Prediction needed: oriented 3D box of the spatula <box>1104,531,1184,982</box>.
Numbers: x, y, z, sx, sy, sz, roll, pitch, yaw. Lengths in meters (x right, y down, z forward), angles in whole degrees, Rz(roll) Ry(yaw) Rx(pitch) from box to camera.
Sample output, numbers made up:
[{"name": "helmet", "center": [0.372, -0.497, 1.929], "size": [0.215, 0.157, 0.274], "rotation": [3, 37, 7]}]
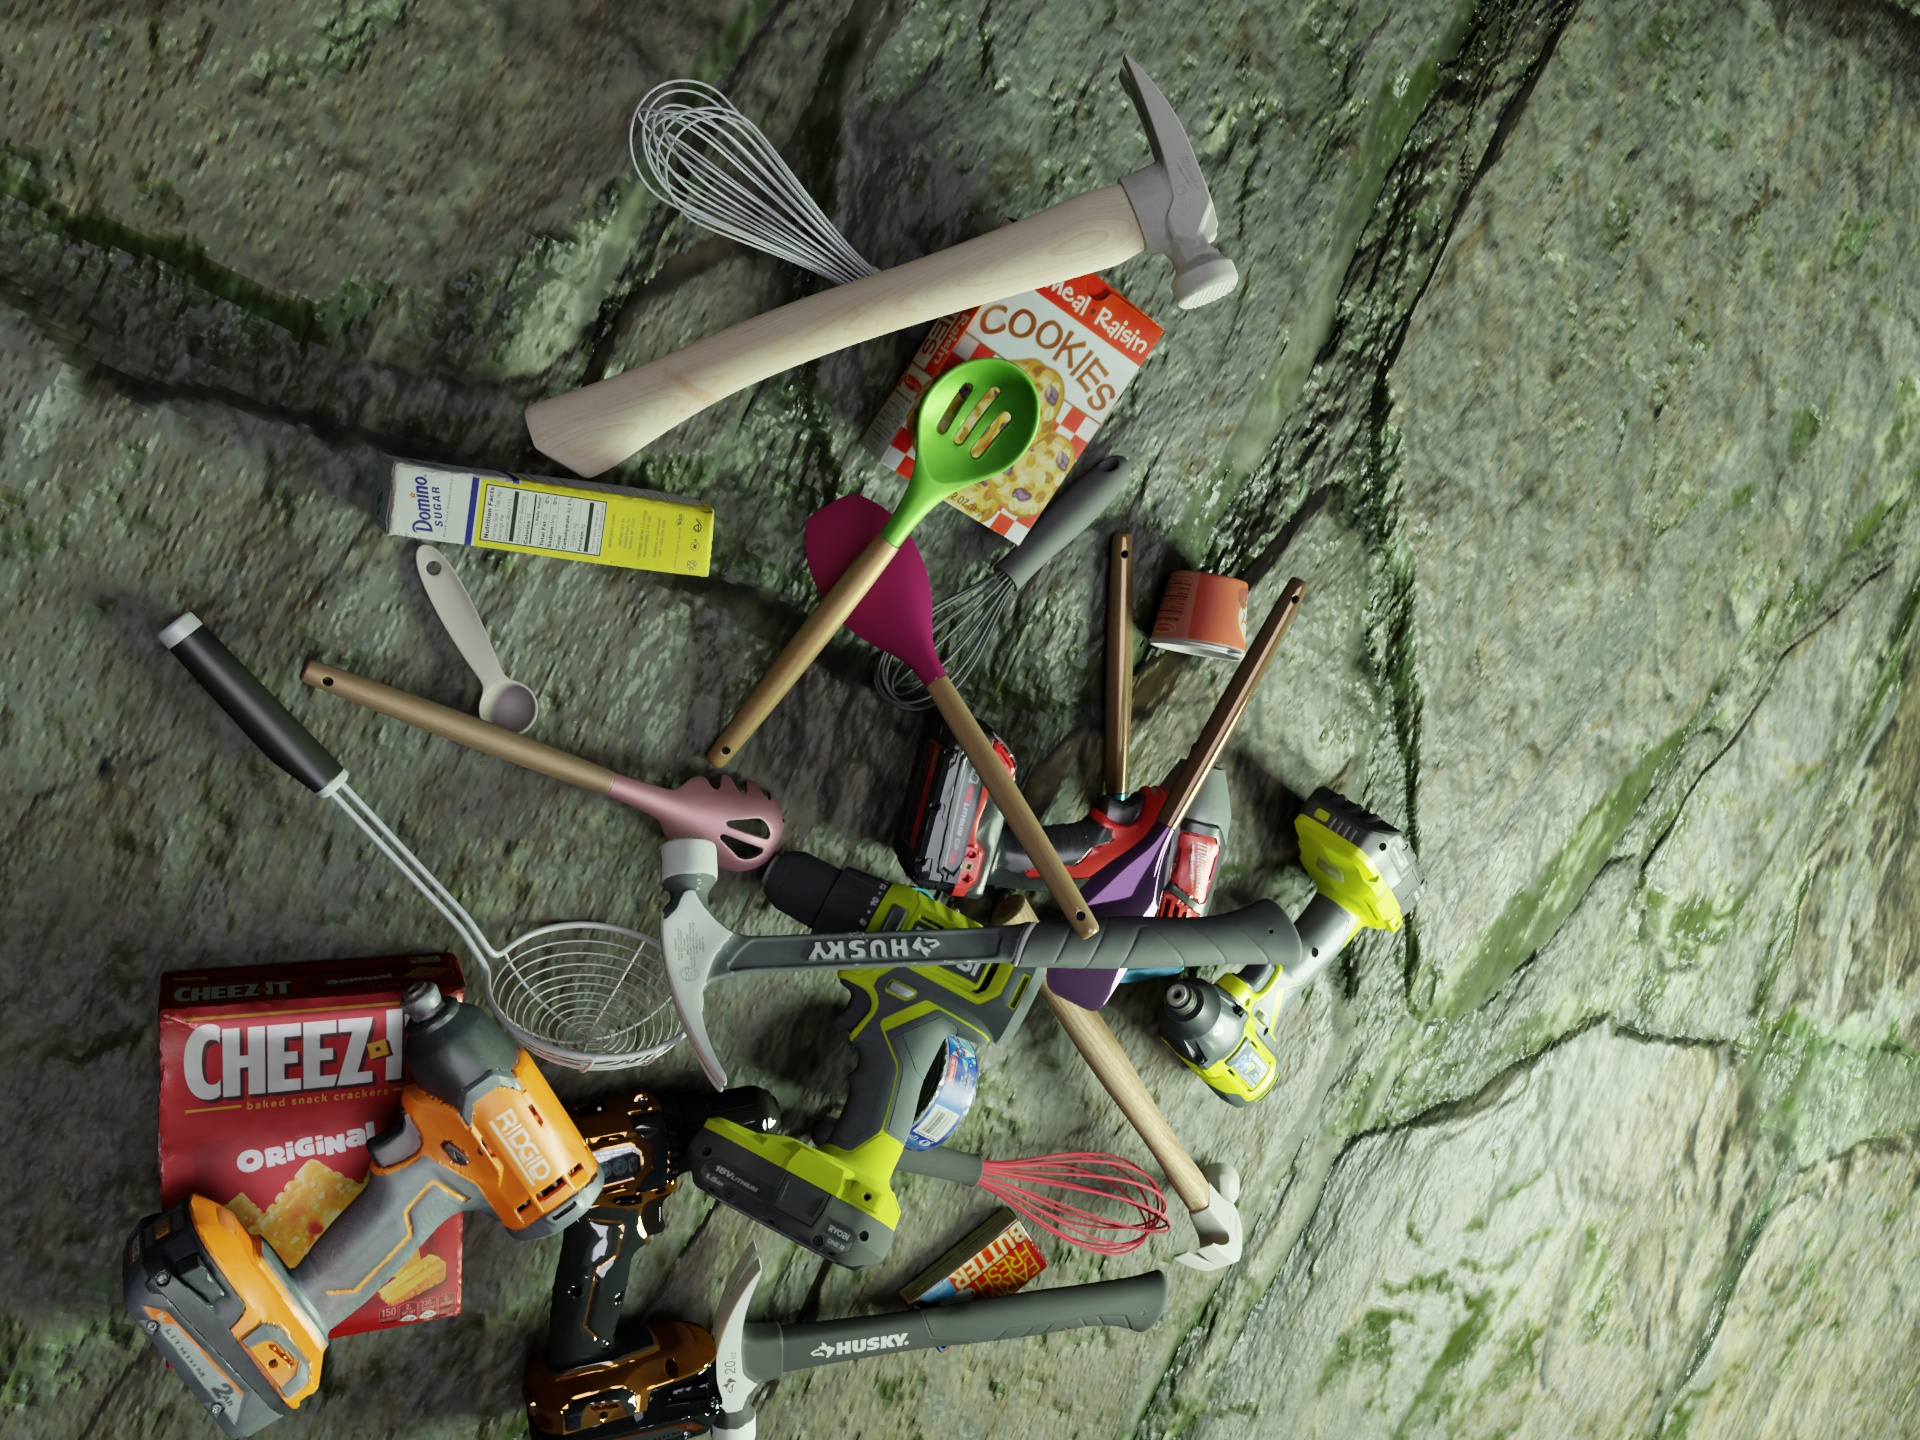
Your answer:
[{"name": "spatula", "center": [0.116, 0.027, 1.123], "size": [0.082, 0.044, 0.317], "rotation": [-3, 102, -14]}]

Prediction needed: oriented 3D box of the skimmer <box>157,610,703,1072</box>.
[{"name": "skimmer", "center": [-0.298, 0.066, 0.913], "size": [0.090, 0.127, 0.363], "rotation": [-32, 109, 19]}]

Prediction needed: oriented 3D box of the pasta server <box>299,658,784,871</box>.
[{"name": "pasta server", "center": [-0.237, 0.026, 0.953], "size": [0.316, 0.040, 0.060], "rotation": [24, 91, -30]}]

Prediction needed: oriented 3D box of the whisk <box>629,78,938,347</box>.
[{"name": "whisk", "center": [-0.076, -0.281, 0.961], "size": [0.284, 0.070, 0.070], "rotation": [31, 88, -33]}]

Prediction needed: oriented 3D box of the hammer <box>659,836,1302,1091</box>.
[{"name": "hammer", "center": [0.021, 0.144, 0.986], "size": [0.408, 0.036, 0.149], "rotation": [0, 67, -14]}]

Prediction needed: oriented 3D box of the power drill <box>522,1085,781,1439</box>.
[{"name": "power drill", "center": [-0.203, 0.347, 1.030], "size": [0.185, 0.084, 0.226], "rotation": [-7, 100, -25]}]

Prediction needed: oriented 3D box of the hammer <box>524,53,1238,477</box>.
[{"name": "hammer", "center": [-0.056, -0.246, 0.915], "size": [0.410, 0.038, 0.146], "rotation": [-21, 88, -1]}]

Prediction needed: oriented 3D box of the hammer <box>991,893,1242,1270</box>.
[{"name": "hammer", "center": [0.118, 0.265, 1.154], "size": [0.031, 0.130, 0.331], "rotation": [-28, 107, 18]}]

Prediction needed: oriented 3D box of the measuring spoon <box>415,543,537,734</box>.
[{"name": "measuring spoon", "center": [-0.289, -0.047, 0.939], "size": [0.034, 0.018, 0.124], "rotation": [-29, 105, -19]}]

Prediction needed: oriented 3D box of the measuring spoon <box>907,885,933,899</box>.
[{"name": "measuring spoon", "center": [-0.009, 0.146, 1.111], "size": [0.128, 0.021, 0.042], "rotation": [28, 91, -36]}]

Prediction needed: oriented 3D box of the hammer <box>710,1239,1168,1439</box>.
[{"name": "hammer", "center": [-0.011, 0.424, 1.127], "size": [0.334, 0.035, 0.146], "rotation": [-2, 107, -16]}]

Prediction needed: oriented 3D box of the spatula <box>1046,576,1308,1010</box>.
[{"name": "spatula", "center": [0.145, 0.045, 1.043], "size": [0.059, 0.018, 0.316], "rotation": [30, 90, -16]}]

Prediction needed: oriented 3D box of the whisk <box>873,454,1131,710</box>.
[{"name": "whisk", "center": [0.033, -0.095, 1.058], "size": [0.239, 0.055, 0.055], "rotation": [-46, 116, -13]}]

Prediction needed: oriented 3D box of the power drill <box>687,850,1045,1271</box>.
[{"name": "power drill", "center": [-0.076, 0.207, 1.005], "size": [0.190, 0.080, 0.228], "rotation": [27, 70, 3]}]

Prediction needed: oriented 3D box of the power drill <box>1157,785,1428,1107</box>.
[{"name": "power drill", "center": [0.237, 0.167, 1.169], "size": [0.223, 0.080, 0.171], "rotation": [-50, 141, -8]}]

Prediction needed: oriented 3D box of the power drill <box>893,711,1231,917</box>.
[{"name": "power drill", "center": [0.077, 0.067, 1.072], "size": [0.219, 0.078, 0.143], "rotation": [14, 95, -16]}]

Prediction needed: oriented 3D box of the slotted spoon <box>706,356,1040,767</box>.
[{"name": "slotted spoon", "center": [-0.062, -0.093, 0.982], "size": [0.070, 0.031, 0.313], "rotation": [35, 102, -17]}]

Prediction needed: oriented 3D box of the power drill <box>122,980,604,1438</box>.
[{"name": "power drill", "center": [-0.329, 0.257, 0.869], "size": [0.226, 0.084, 0.164], "rotation": [-33, 111, -21]}]

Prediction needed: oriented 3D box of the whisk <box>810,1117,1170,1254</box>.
[{"name": "whisk", "center": [0.027, 0.328, 1.142], "size": [0.295, 0.073, 0.073], "rotation": [21, 92, -22]}]

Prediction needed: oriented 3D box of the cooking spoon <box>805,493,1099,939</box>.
[{"name": "cooking spoon", "center": [-0.002, -0.003, 0.996], "size": [0.069, 0.017, 0.319], "rotation": [-31, 84, -4]}]
